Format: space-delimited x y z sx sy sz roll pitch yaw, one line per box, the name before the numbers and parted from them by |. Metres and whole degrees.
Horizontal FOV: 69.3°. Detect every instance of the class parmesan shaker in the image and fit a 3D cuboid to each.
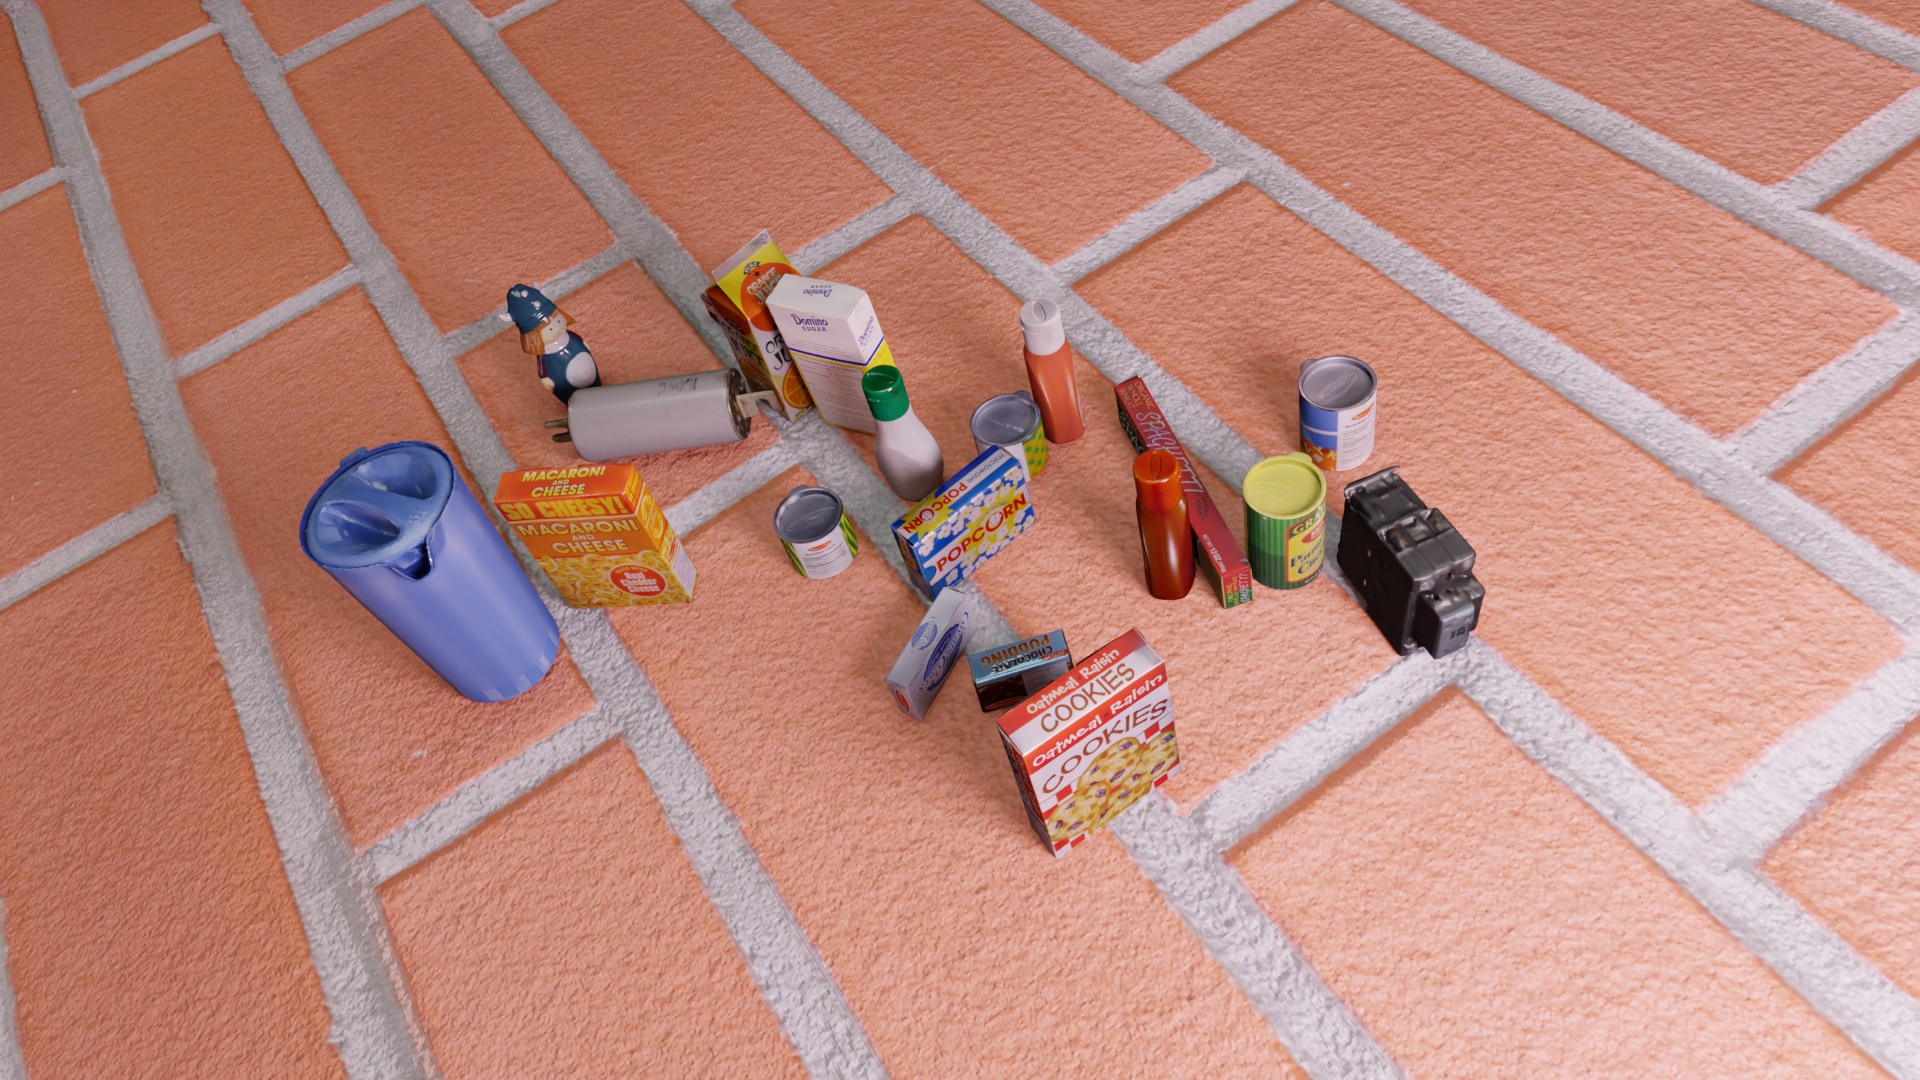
parmesan shaker | 0.272 -0.015 1.158 0.071 0.102 0.072 -7 52 9

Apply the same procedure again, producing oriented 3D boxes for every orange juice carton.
orange juice carton | -0.188 -0.214 1.369 0.072 0.191 0.073 -42 55 -19

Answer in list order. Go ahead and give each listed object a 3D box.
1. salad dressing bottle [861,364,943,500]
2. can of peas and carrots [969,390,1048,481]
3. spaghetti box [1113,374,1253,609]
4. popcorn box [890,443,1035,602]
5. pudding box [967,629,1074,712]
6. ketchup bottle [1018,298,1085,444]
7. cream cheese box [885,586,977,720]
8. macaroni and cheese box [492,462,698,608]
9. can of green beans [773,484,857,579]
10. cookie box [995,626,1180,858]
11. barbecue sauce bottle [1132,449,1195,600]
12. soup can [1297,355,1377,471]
salad dressing bottle | -0.055 -0.098 1.275 0.064 0.147 0.044 15 58 24
can of peas and carrots | 0.048 -0.097 1.305 0.071 0.058 0.071 -7 52 9
spaghetti box | 0.195 -0.048 1.236 0.029 0.050 0.251 -21 51 -2
popcorn box | 0.004 -0.015 1.235 0.127 0.084 0.038 -39 54 -16
pudding box | 0.051 0.108 1.150 0.084 0.049 0.030 -17 51 1
ketchup bottle | 0.083 -0.158 1.287 0.043 0.148 0.065 -19 51 -1
cream cheese box | -0.024 0.095 1.176 0.024 0.053 0.104 18 59 26
macaroni and cheese box | -0.326 -0.002 1.254 0.124 0.165 0.040 -4 52 11
can of green beans | -0.133 -0.007 1.280 0.071 0.057 0.071 -7 52 9
cookie box | 0.098 0.152 1.028 0.123 0.166 0.040 -33 52 -12
barbecue sauce bottle | 0.169 -0.015 1.154 0.043 0.147 0.065 -2 53 13
soup can | 0.332 -0.114 1.232 0.071 0.083 0.072 -7 52 9
